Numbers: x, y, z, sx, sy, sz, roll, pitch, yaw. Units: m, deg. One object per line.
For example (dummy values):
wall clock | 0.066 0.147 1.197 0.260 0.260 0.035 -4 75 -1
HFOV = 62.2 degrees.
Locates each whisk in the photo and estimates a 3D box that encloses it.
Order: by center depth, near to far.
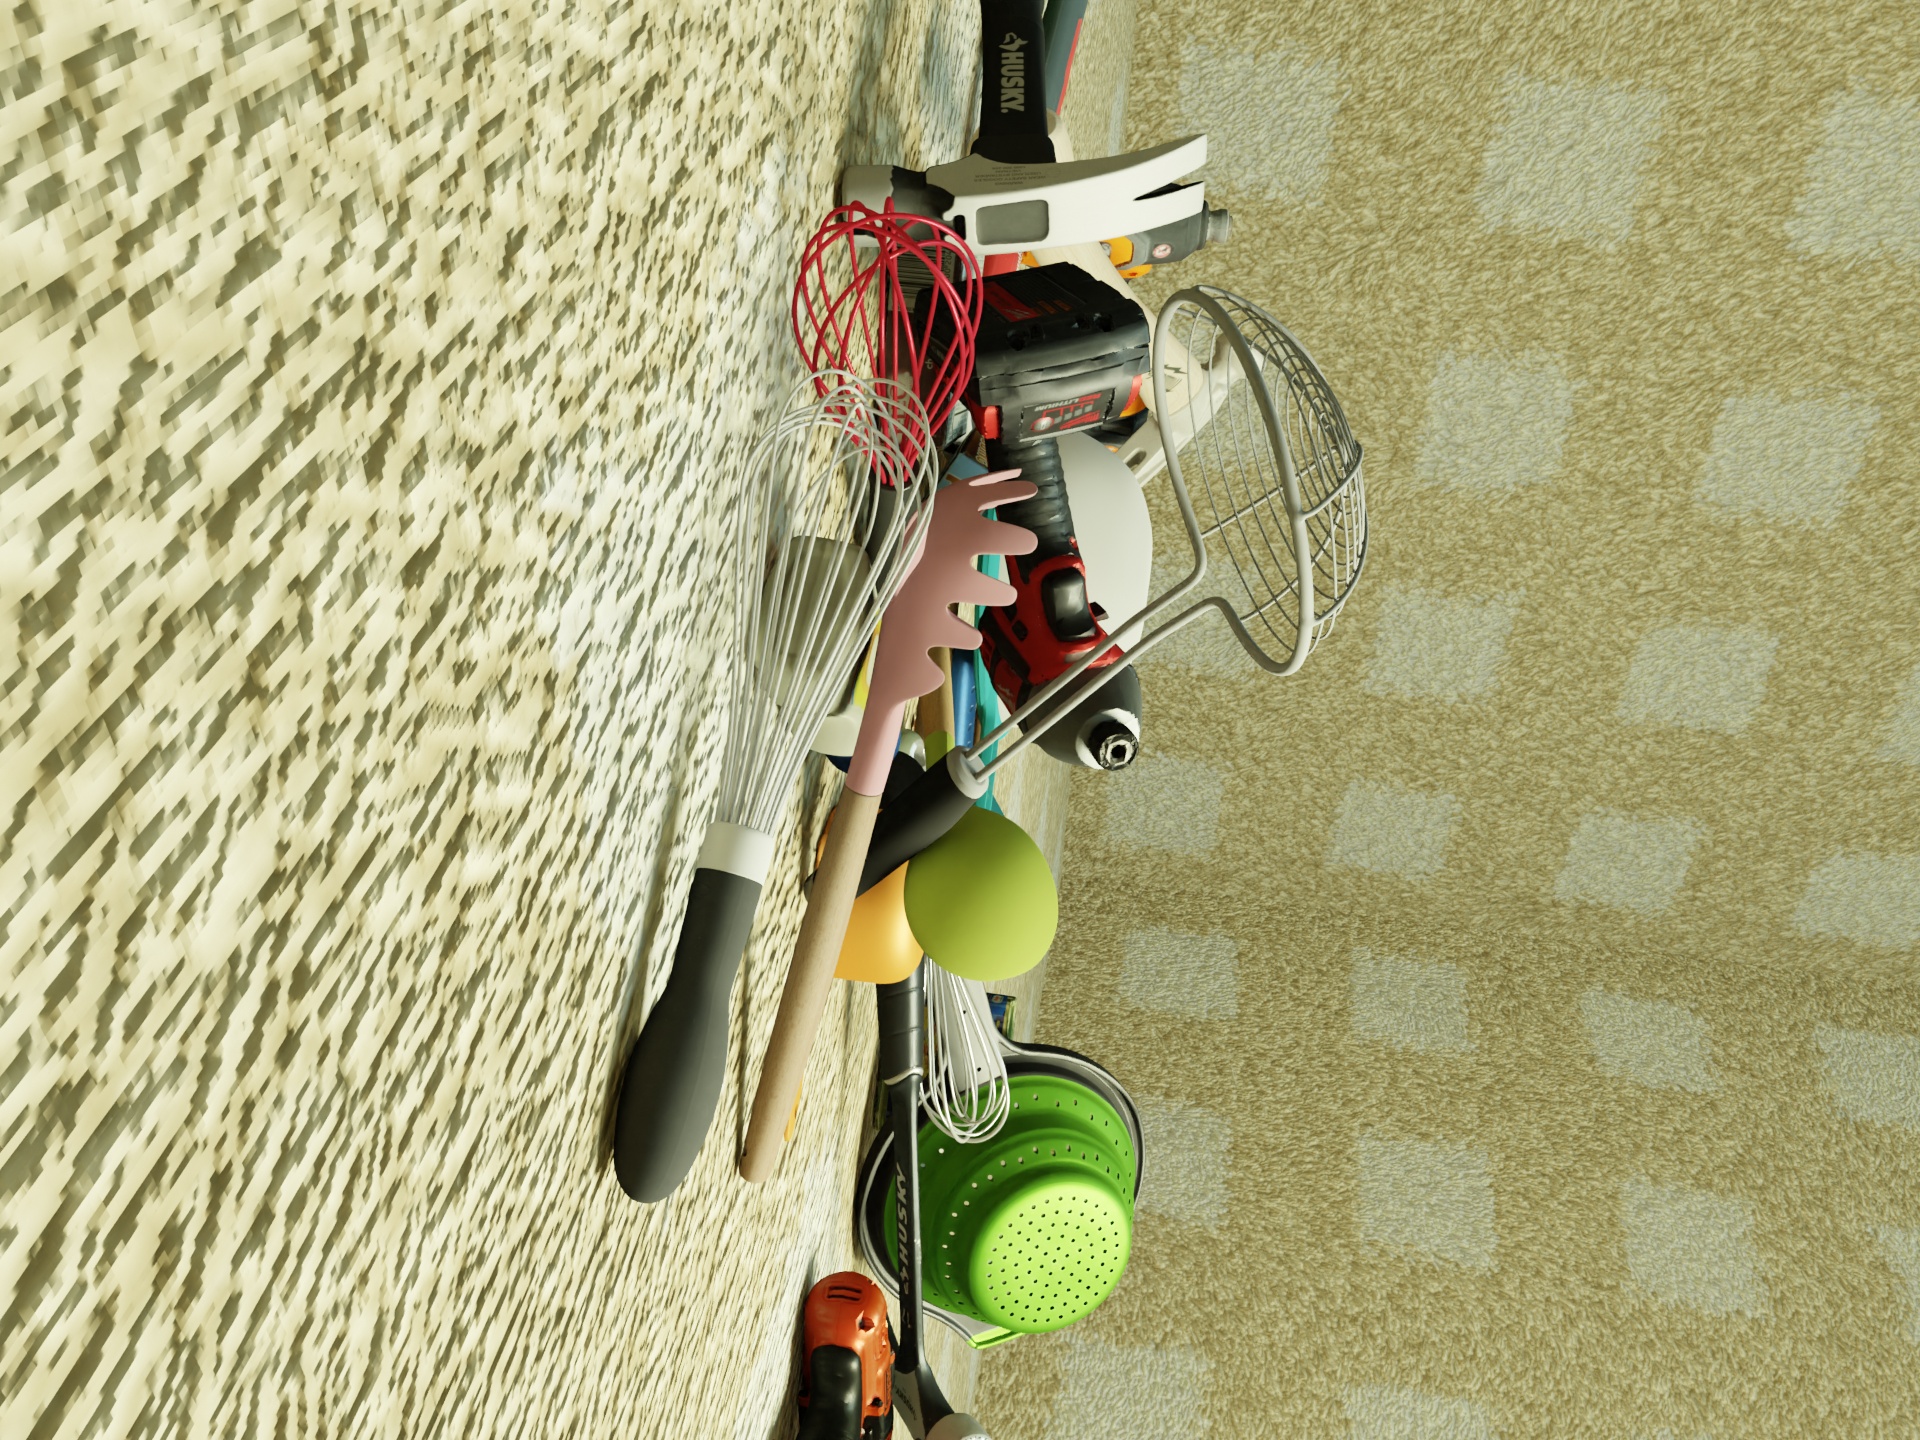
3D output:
whisk | -0.066 0.013 0.521 0.070 0.070 0.285 75 28 -73
whisk | -0.030 -0.117 0.677 0.295 0.073 0.073 94 5 -68
whisk | -0.014 0.125 0.916 0.058 0.059 0.246 -18 99 -62

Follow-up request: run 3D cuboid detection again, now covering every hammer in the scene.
hammer | 0.030 -0.324 0.738 0.035 0.146 0.335 85 5 -50
hammer | -0.033 0.217 0.902 0.149 0.036 0.409 22 -63 59
hammer | 0.041 -0.348 0.933 0.143 0.038 0.386 30 74 -81
hammer | 0.084 -0.240 0.955 0.146 0.038 0.410 -45 159 10
hammer | -0.014 0.132 1.146 0.144 0.035 0.405 -62 158 -71

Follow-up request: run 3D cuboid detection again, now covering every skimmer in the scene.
skimmer | 0.015 -0.011 0.600 0.363 0.090 0.127 -41 -122 41

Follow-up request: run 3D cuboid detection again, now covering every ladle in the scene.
ladle | -0.001 -0.003 0.804 0.078 0.062 0.320 -54 -154 33

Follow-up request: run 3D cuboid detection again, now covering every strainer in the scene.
strainer | 0.062 -0.033 0.956 0.210 0.095 0.341 79 17 -61

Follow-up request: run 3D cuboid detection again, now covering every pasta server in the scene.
pasta server | -0.037 0.051 0.617 0.060 0.040 0.316 -119 -138 -62

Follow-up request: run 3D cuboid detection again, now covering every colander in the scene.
colander | 0.024 0.244 0.988 0.095 0.204 0.396 -142 -145 -66

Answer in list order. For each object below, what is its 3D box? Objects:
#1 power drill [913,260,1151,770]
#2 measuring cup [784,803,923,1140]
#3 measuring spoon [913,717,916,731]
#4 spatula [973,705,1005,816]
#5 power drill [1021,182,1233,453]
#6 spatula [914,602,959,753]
power drill | 0.042 -0.086 0.730 0.143 0.078 0.219 -120 -161 -59
measuring cup | -0.047 0.122 0.771 0.095 0.052 0.174 87 10 -56
measuring spoon | -0.027 0.047 1.050 0.021 0.011 0.116 -74 169 -55
spatula | 0.026 0.012 1.214 0.317 0.044 0.082 97 -31 -61
power drill | 0.094 -0.284 1.103 0.226 0.164 0.084 89 5 -60
spatula | -0.025 0.040 0.980 0.060 0.018 0.315 -63 164 -62
